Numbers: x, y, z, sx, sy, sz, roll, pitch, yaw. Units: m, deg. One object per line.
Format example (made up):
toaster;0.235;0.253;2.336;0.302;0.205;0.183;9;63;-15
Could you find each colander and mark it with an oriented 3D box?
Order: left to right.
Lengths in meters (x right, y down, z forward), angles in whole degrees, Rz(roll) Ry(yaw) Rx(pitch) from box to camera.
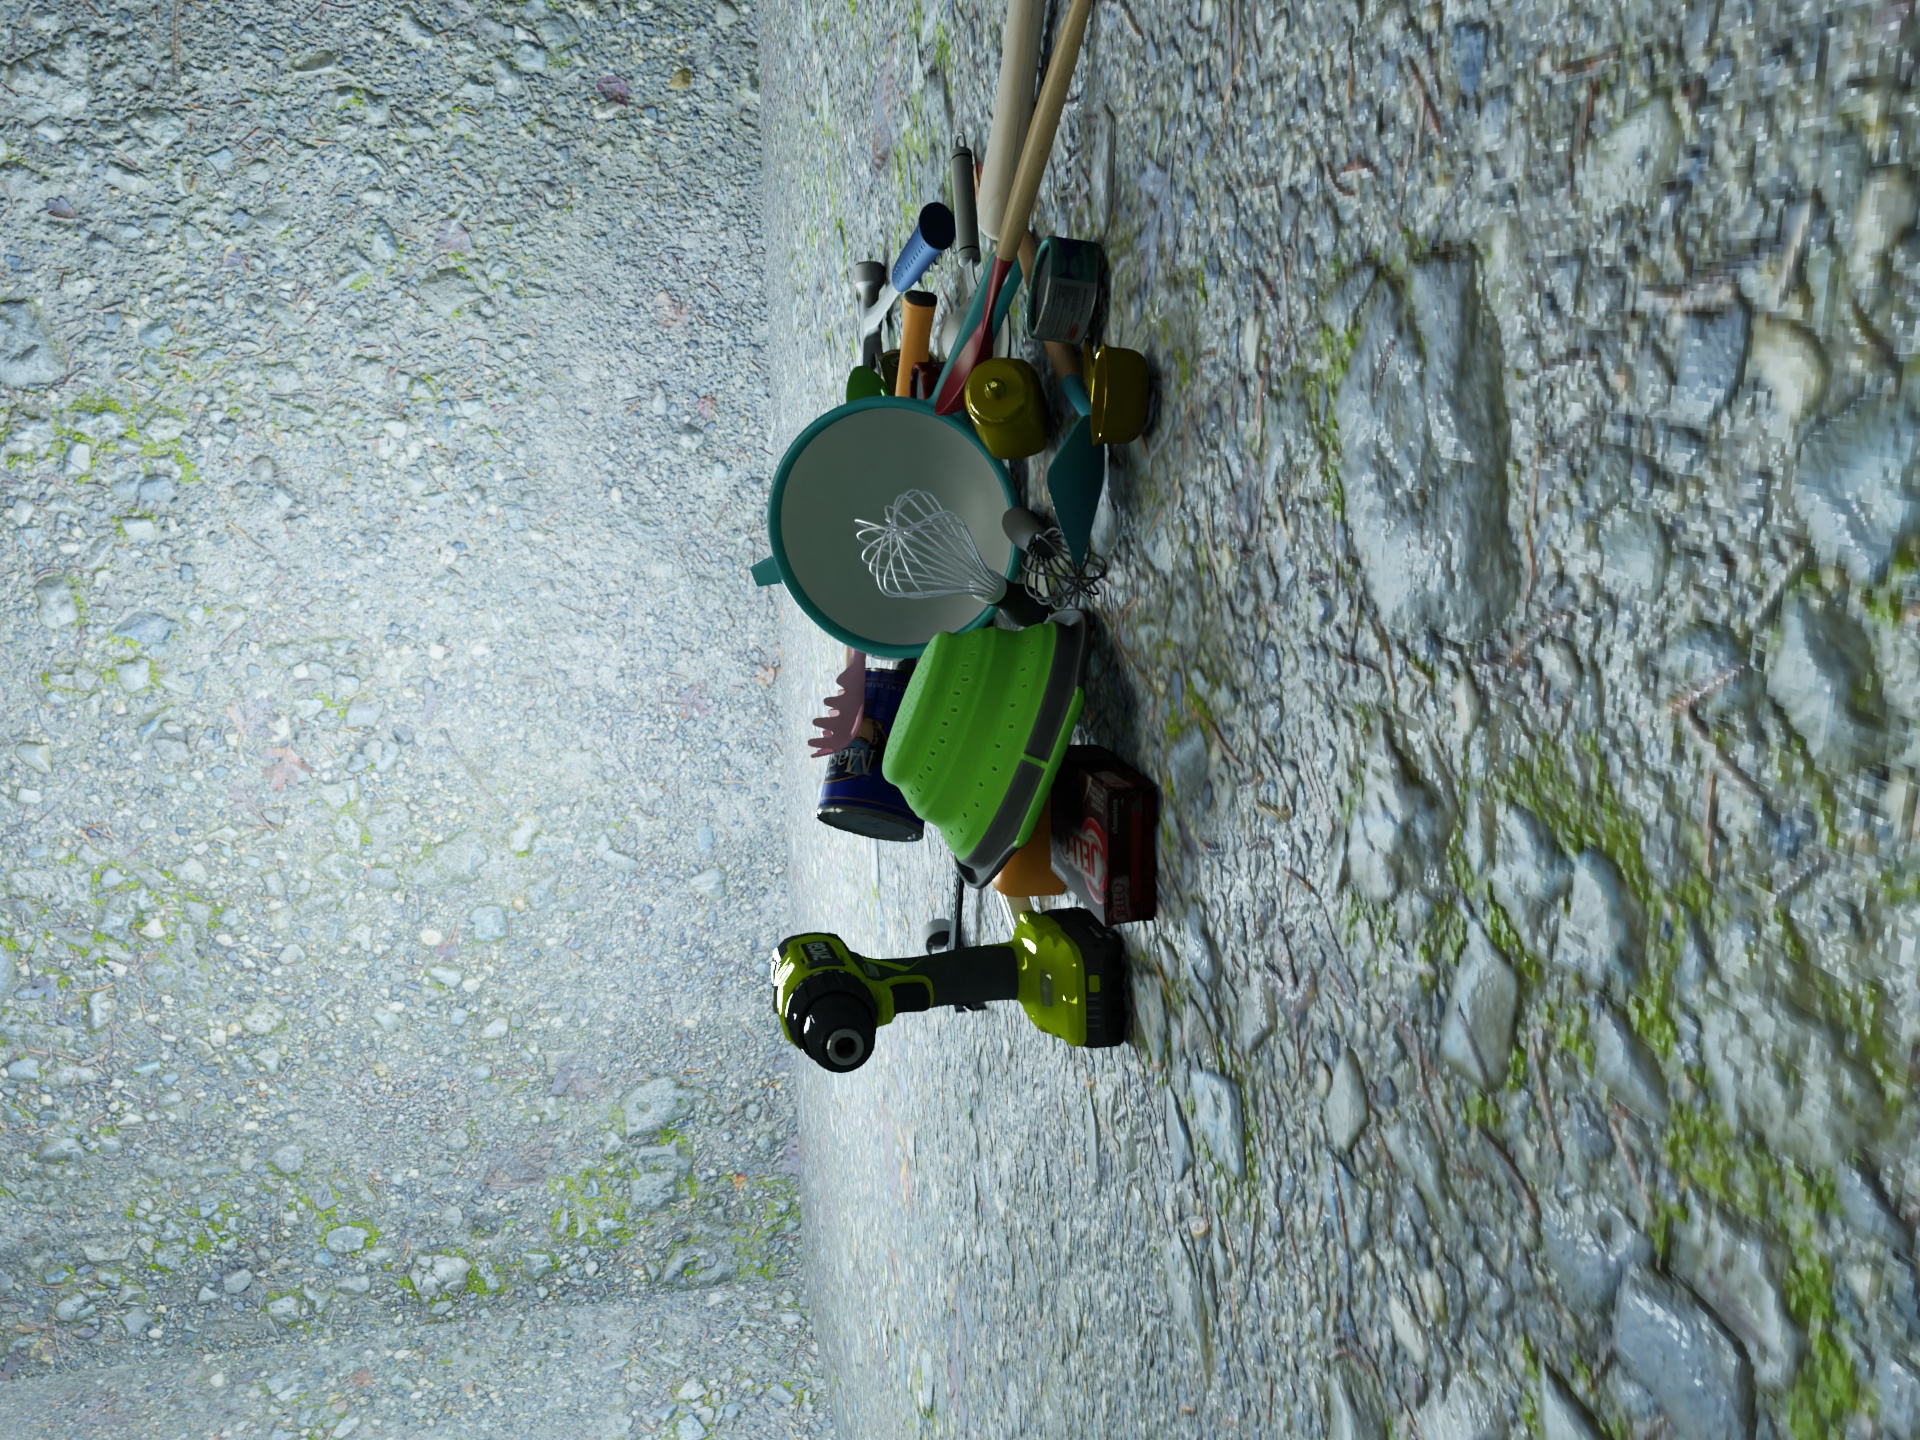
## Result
colander;-0.002;-0.004;1.169;0.397;0.094;0.204;-136;68;-82

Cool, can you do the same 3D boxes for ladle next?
ladle;0.037;-0.343;1.090;0.069;0.031;0.315;-86;12;-49

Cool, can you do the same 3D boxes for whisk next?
whisk;0.006;-0.097;1.065;0.284;0.070;0.070;18;-115;-68
whisk;0.030;0.112;1.306;0.057;0.059;0.247;89;165;-48
whisk;0.056;-0.120;1.114;0.239;0.055;0.055;-115;24;-72

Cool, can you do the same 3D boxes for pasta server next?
pasta server;-0.088;-0.119;1.377;0.060;0.040;0.316;-44;-37;-78

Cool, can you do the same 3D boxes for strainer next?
strainer;-0.019;-0.217;1.276;0.340;0.211;0.095;-65;-5;21
strainer;0.005;-0.372;1.303;0.087;0.050;0.259;-35;55;58

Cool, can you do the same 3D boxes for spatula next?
spatula;0.059;-0.240;1.069;0.082;0.044;0.318;62;-168;-48

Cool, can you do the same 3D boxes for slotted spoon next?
slotted spoon;-0.087;-0.153;1.409;0.070;0.031;0.313;-24;-58;-60

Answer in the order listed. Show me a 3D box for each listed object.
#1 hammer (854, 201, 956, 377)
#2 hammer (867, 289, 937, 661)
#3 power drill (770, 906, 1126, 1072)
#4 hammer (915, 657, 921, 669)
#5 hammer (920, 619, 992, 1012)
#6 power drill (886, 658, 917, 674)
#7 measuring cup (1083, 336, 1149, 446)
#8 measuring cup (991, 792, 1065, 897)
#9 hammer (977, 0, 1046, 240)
hammer;-0.061;-0.438;1.610;0.405;0.035;0.144;-173;80;-78
hammer;-0.050;-0.221;1.429;0.127;0.034;0.337;142;133;-79
power drill;-0.010;0.183;1.066;0.190;0.228;0.080;-156;63;-77
hammer;-0.025;-0.095;1.407;0.146;0.035;0.335;107;167;-61
hammer;0.003;0.087;1.461;0.149;0.036;0.408;-115;24;-58
power drill;-0.062;-0.070;1.622;0.164;0.084;0.226;-111;25;-56
measuring cup;0.094;-0.212;0.980;0.157;0.029;0.062;-91;4;-64
measuring cup;0.037;0.078;1.244;0.174;0.052;0.095;-128;36;-67
hammer;0.050;-0.512;1.051;0.146;0.038;0.410;-108;18;-46
